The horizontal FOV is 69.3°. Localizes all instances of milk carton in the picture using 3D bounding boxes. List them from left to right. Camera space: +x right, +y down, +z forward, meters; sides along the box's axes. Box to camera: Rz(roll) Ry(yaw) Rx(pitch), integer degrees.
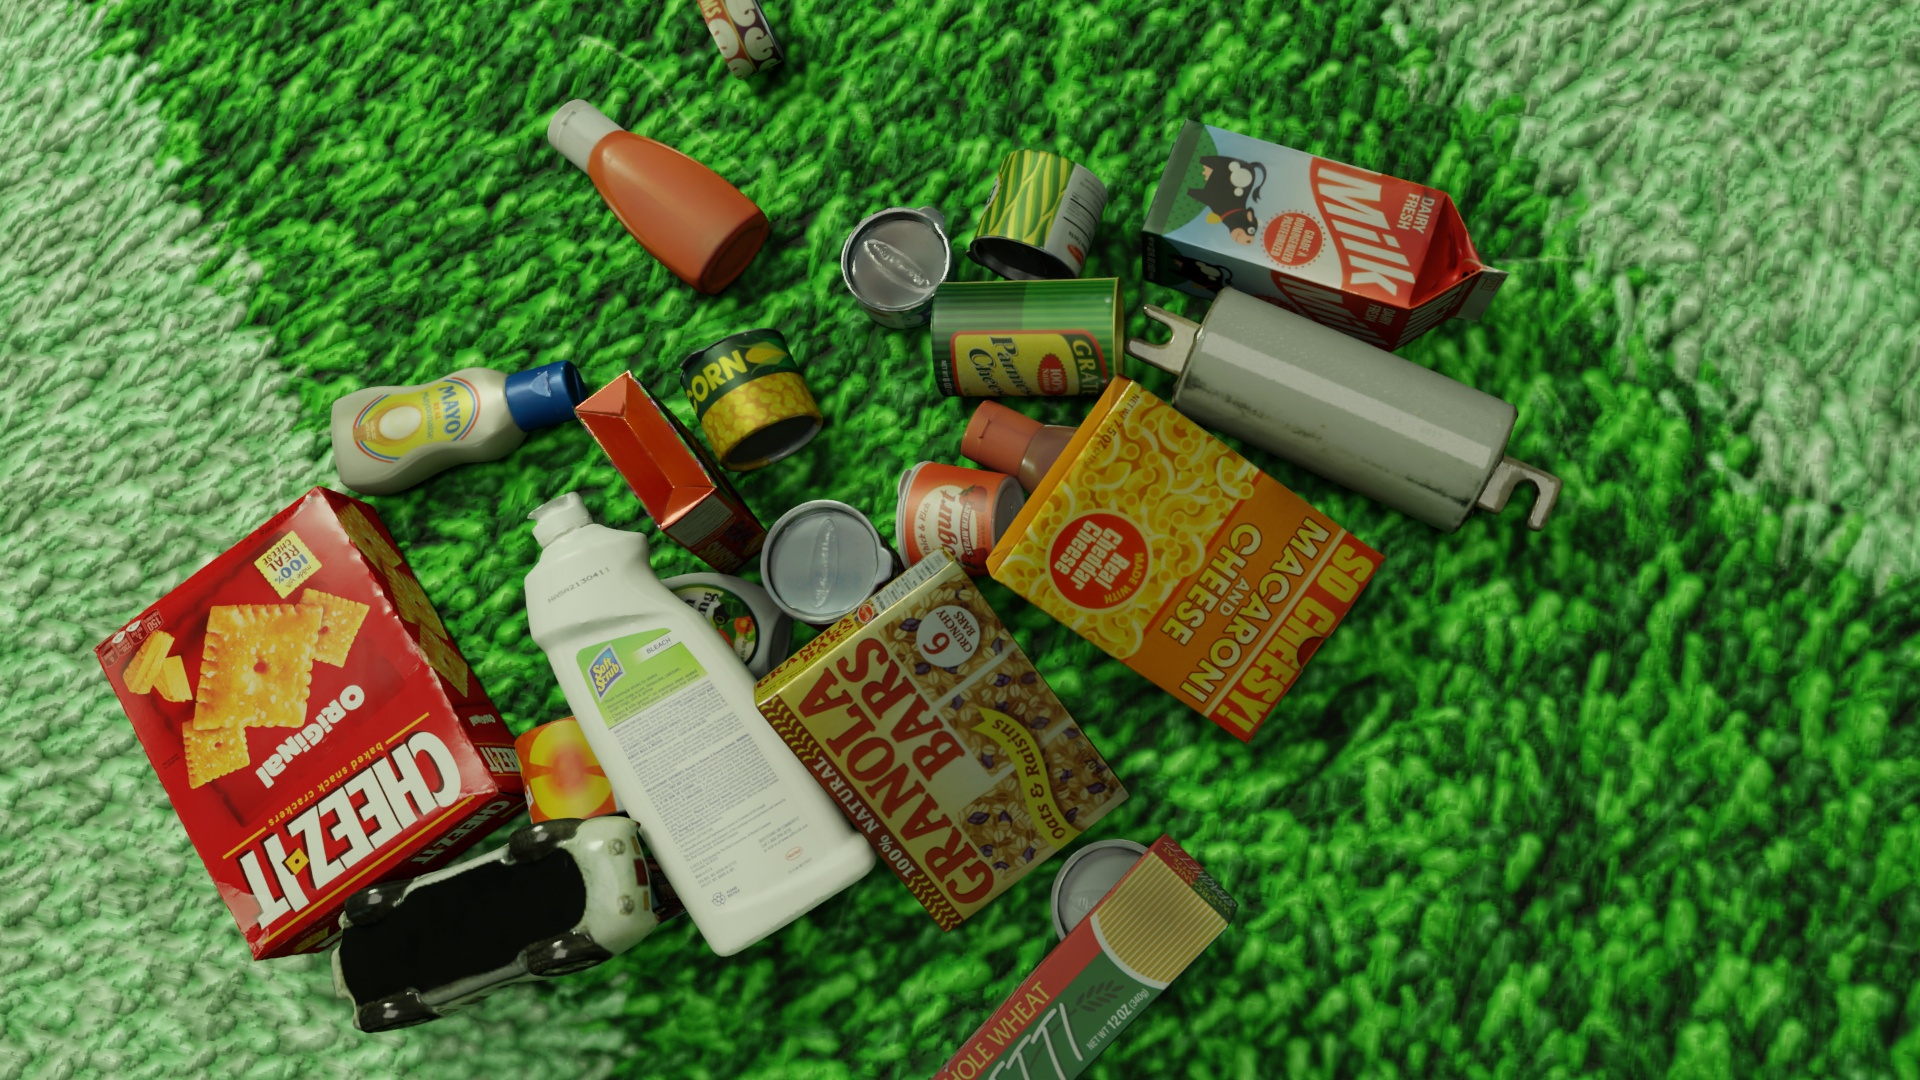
[{"bbox_3d":[0.203,-0.163,0.778,0.191,0.072,0.073,20,81,11],"label":"milk carton"}]

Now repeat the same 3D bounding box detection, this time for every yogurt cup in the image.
[{"bbox_3d":[0.003,-0.010,0.767,0.054,0.072,0.072,2,78,23],"label":"yogurt cup"}]

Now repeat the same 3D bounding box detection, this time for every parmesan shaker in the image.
[{"bbox_3d":[0.040,-0.113,0.792,0.103,0.071,0.071,0,78,11],"label":"parmesan shaker"}]

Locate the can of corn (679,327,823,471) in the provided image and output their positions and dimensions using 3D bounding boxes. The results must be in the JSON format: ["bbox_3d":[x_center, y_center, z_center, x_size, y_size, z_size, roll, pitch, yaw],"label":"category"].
[{"bbox_3d":[-0.122,-0.080,0.803,0.071,0.071,0.058,-28,77,1],"label":"can of corn"}]

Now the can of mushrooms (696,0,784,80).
[{"bbox_3d":[-0.138,-0.323,0.858,0.033,0.071,0.071,-23,76,4],"label":"can of mushrooms"}]

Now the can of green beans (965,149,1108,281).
[{"bbox_3d":[0.046,-0.185,0.806,0.071,0.071,0.058,19,81,11],"label":"can of green beans"}]

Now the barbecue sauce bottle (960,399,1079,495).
[{"bbox_3d":[0.073,-0.033,0.781,0.149,0.043,0.065,26,89,13],"label":"barbecue sauce bottle"}]

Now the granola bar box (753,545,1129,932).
[{"bbox_3d":[-0.009,0.104,0.724,0.124,0.039,0.165,-37,108,-2],"label":"granola bar box"}]

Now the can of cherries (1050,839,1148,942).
[{"bbox_3d":[0.080,0.192,0.723,0.071,0.058,0.071,-1,78,6],"label":"can of cherries"}]

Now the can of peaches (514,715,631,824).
[{"bbox_3d":[-0.211,0.131,0.770,0.071,0.071,0.058,-18,76,3],"label":"can of peaches"}]

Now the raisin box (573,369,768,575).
[{"bbox_3d":[-0.156,-0.033,0.769,0.040,0.123,0.086,-39,76,-3],"label":"raisin box"}]

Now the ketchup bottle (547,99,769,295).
[{"bbox_3d":[-0.190,-0.217,0.855,0.149,0.043,0.065,39,84,14],"label":"ketchup bottle"}]

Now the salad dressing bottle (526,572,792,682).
[{"bbox_3d":[-0.173,0.045,0.795,0.148,0.044,0.064,10,92,10],"label":"salad dressing bottle"}]

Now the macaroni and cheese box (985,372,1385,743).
[{"bbox_3d":[0.116,0.011,0.724,0.166,0.040,0.123,33,98,-10],"label":"macaroni and cheese box"}]

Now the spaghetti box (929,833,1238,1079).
[{"bbox_3d":[0.037,0.250,0.688,0.050,0.029,0.249,43,108,13],"label":"spaghetti box"}]

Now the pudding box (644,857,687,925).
[{"bbox_3d":[-0.194,0.206,0.760,0.084,0.049,0.030,-28,71,2],"label":"pudding box"}]

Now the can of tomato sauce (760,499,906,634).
[{"bbox_3d":[-0.066,0.019,0.767,0.071,0.083,0.071,-1,78,7],"label":"can of tomato sauce"}]

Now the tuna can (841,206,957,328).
[{"bbox_3d":[-0.034,-0.164,0.829,0.071,0.033,0.071,-1,78,7],"label":"tuna can"}]

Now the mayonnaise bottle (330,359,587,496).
[{"bbox_3d":[-0.302,-0.074,0.839,0.148,0.041,0.065,-15,75,5],"label":"mayonnaise bottle"}]
